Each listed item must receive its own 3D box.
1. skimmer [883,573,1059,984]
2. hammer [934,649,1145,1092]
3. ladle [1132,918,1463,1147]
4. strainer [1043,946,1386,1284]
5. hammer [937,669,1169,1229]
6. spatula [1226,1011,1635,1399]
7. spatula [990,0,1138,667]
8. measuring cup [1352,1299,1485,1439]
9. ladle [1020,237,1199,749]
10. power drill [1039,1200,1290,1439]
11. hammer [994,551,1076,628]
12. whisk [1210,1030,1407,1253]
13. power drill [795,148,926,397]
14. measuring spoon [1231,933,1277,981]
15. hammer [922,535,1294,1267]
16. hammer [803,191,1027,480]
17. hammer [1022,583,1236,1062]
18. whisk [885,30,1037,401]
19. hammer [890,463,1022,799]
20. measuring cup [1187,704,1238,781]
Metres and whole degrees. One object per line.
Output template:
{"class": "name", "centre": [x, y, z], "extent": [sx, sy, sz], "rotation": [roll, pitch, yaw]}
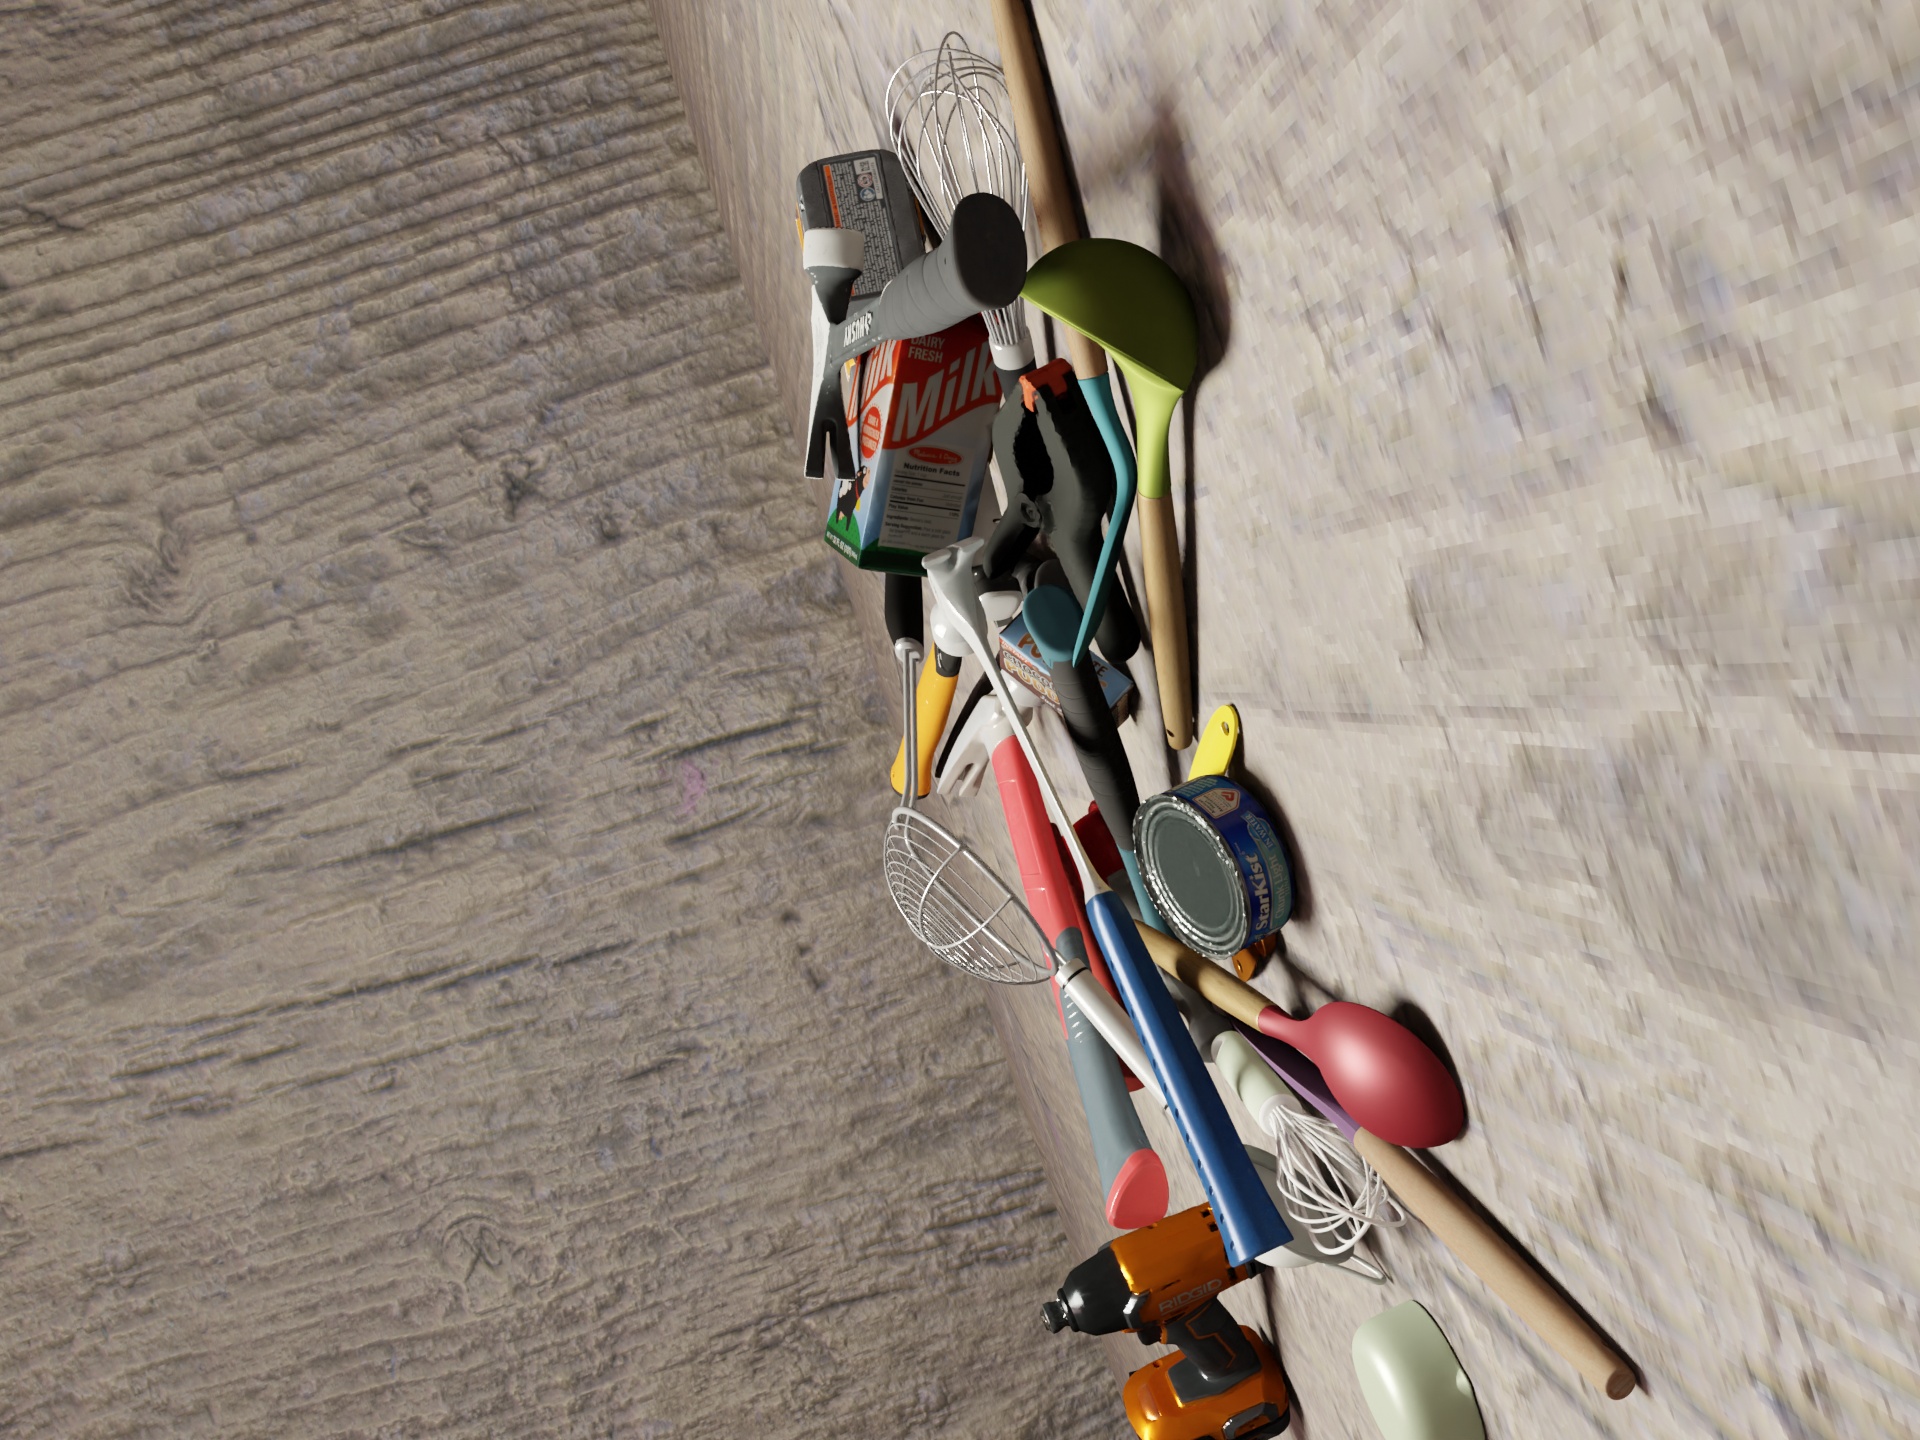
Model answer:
{"class": "skimmer", "centre": [-0.002, -0.003, 0.975], "extent": [0.127, 0.090, 0.364], "rotation": [64, -163, -48]}
{"class": "hammer", "centre": [0.059, 0.107, 1.115], "extent": [0.149, 0.036, 0.360], "rotation": [-63, 32, 36]}
{"class": "ladle", "centre": [0.139, 0.136, 0.771], "extent": [0.069, 0.031, 0.315], "rotation": [67, 168, -12]}
{"class": "strainer", "centre": [0.128, 0.221, 0.886], "extent": [0.259, 0.050, 0.086], "rotation": [48, -157, 25]}
{"class": "hammer", "centre": [0.057, 0.144, 1.023], "extent": [0.143, 0.038, 0.387], "rotation": [120, 147, -42]}
{"class": "spatula", "centre": [0.189, 0.193, 0.695], "extent": [0.059, 0.018, 0.316], "rotation": [31, -176, -19]}
{"class": "spatula", "centre": [0.045, -0.185, 0.746], "extent": [0.082, 0.044, 0.317], "rotation": [-54, -47, -63]}
{"class": "measuring cup", "centre": [0.235, 0.370, 0.768], "extent": [0.083, 0.038, 0.168], "rotation": [91, 162, -71]}
{"class": "ladle", "centre": [0.080, -0.079, 0.717], "extent": [0.078, 0.062, 0.319], "rotation": [42, 160, 35]}
{"class": "power drill", "centre": [0.154, 0.460, 1.177], "extent": [0.084, 0.164, 0.226], "rotation": [-120, 10, -56]}
{"class": "hammer", "centre": [0.033, -0.106, 1.122], "extent": [0.335, 0.035, 0.146], "rotation": [-129, 22, -71]}
{"class": "whisk", "centre": [0.173, 0.213, 0.844], "extent": [0.246, 0.059, 0.058], "rotation": [-126, 54, -81]}
{"class": "power drill", "centre": [-0.058, -0.273, 1.134], "extent": [0.226, 0.084, 0.185], "rotation": [87, 172, -79]}
{"class": "measuring spoon", "centre": [0.159, 0.125, 0.859], "extent": [0.116, 0.011, 0.021], "rotation": [79, 170, -72]}
{"class": "hammer", "centre": [0.068, 0.083, 0.835], "extent": [0.144, 0.035, 0.406], "rotation": [79, 168, -70]}
{"class": "hammer", "centre": [-0.036, -0.194, 0.780], "extent": [0.409, 0.036, 0.149], "rotation": [-149, 60, -74]}
{"class": "hammer", "centre": [0.096, 0.058, 0.924], "extent": [0.128, 0.033, 0.330], "rotation": [-115, 2, -50]}
{"class": "whisk", "centre": [0.021, -0.221, 0.826], "extent": [0.284, 0.070, 0.070], "rotation": [71, 176, -51]}
{"class": "hammer", "centre": [-0.015, -0.044, 1.146], "extent": [0.336, 0.034, 0.127], "rotation": [108, 153, -57]}
{"class": "measuring cup", "centre": [0.131, 0.041, 0.813], "extent": [0.156, 0.029, 0.062], "rotation": [99, 150, -50]}
